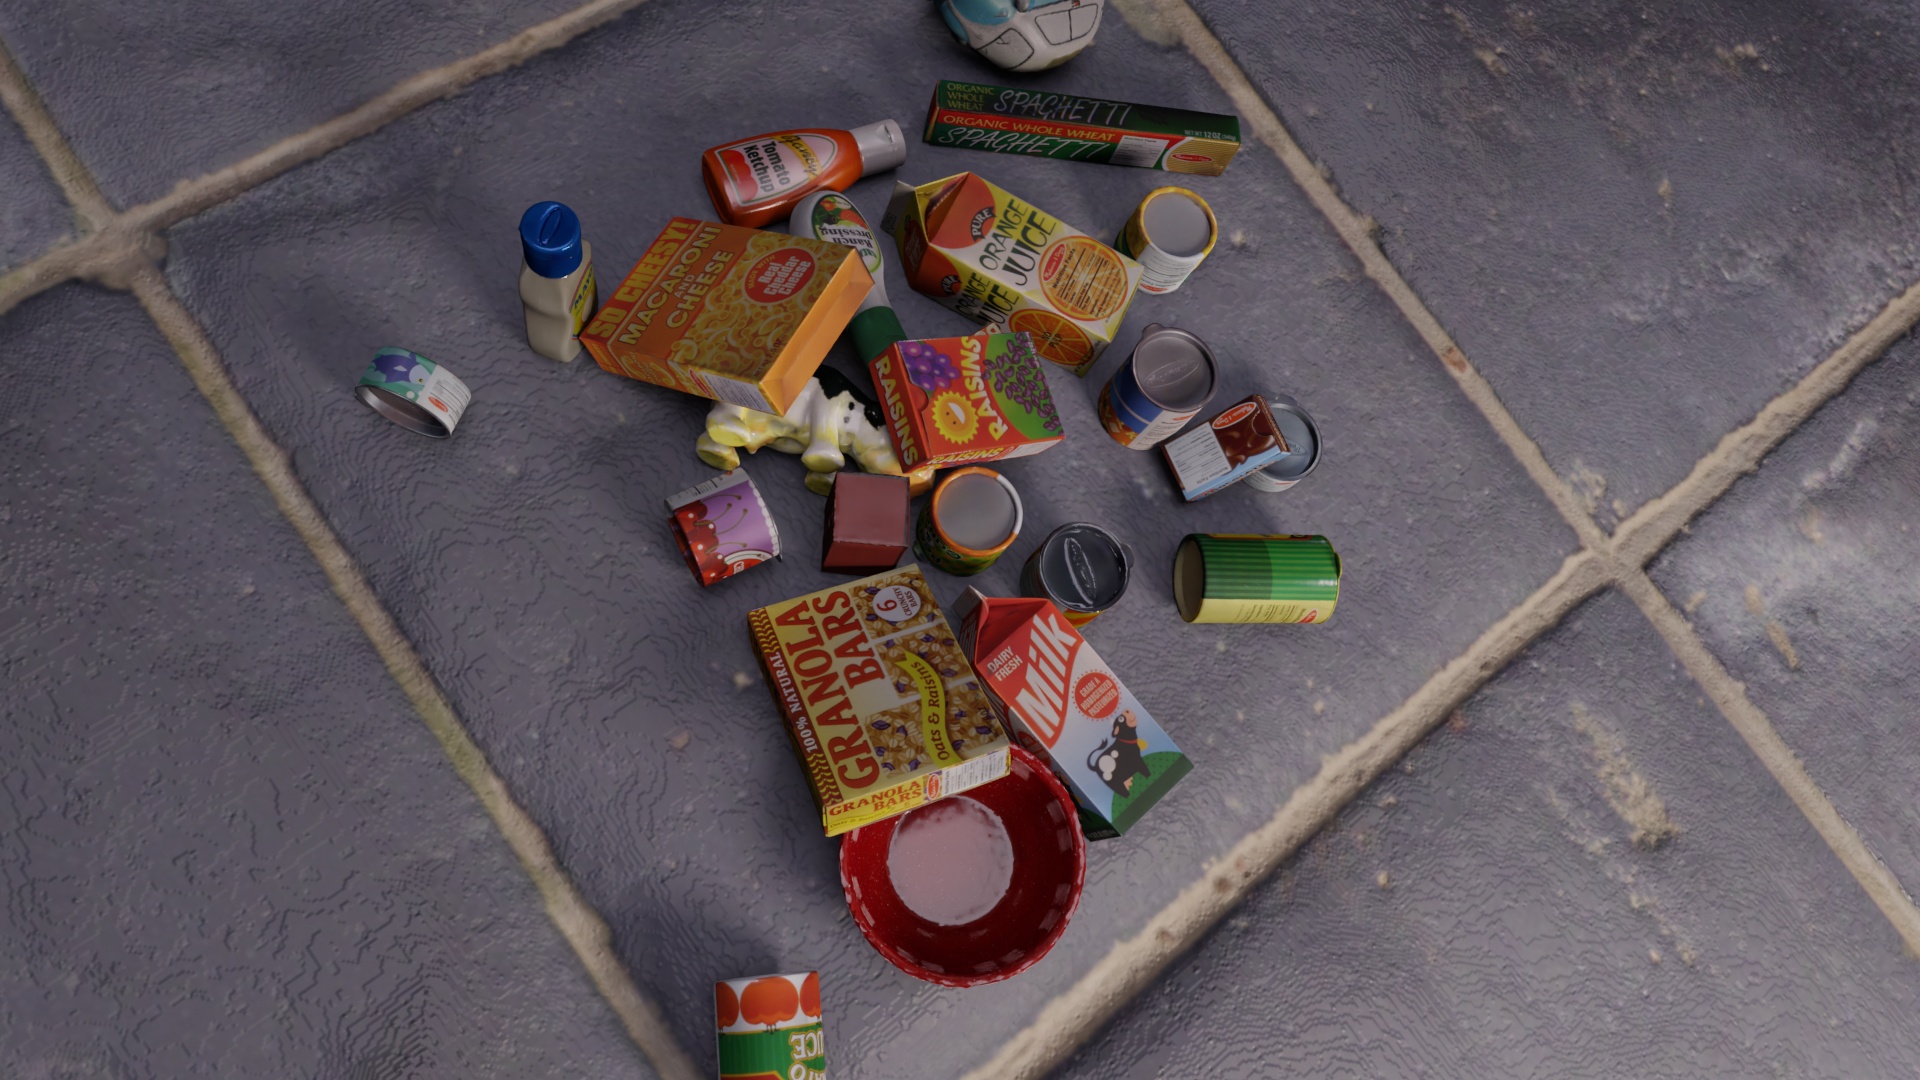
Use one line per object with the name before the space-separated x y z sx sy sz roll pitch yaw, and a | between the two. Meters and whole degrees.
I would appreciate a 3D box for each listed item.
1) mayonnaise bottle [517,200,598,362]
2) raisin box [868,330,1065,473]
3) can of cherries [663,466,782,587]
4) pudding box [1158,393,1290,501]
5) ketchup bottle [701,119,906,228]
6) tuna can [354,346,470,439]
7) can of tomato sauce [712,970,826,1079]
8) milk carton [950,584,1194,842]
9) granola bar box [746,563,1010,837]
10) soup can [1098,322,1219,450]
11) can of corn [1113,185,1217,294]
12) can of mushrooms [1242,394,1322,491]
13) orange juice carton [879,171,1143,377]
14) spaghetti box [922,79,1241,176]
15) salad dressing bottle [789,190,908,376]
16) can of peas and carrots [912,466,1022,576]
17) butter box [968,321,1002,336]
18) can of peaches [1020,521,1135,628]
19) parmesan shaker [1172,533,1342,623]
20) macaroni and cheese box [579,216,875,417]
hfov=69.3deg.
mayonnaise bottle | -0.267 -0.173 0.921 0.041 0.147 0.065 20 71 -7
raisin box | 0.006 -0.097 0.970 0.124 0.040 0.086 -11 79 -37
can of cherries | -0.160 -0.007 0.940 0.058 0.071 0.071 -25 81 -18
pudding box | 0.197 -0.068 1.033 0.083 0.030 0.050 -29 78 24
ketchup bottle | -0.115 -0.280 1.044 0.149 0.043 0.065 -21 78 -18
tuna can | -0.364 -0.098 0.922 0.071 0.071 0.033 23 70 -5
can of tomato sauce | -0.115 0.311 0.855 0.071 0.071 0.083 -3 74 -13
milk carton | 0.062 0.109 0.952 0.074 0.072 0.190 -39 85 -19
granola bar box | -0.056 0.100 0.907 0.124 0.038 0.166 -16 49 -16
soup can | 0.144 -0.113 1.031 0.071 0.083 0.071 4 73 -12
can of corn | 0.160 -0.237 1.084 0.071 0.058 0.071 4 74 -12
can of mushrooms | 0.242 -0.074 1.068 0.071 0.033 0.071 3 73 -11
orange juice carton | 0.031 -0.207 1.040 0.193 0.071 0.073 27 70 -4
spaghetti box | 0.097 -0.326 1.101 0.250 0.050 0.029 3 72 -12
salad dressing bottle | -0.077 -0.185 1.005 0.064 0.043 0.148 -4 58 -39
can of peas and carrots | 0.004 -0.012 0.983 0.071 0.058 0.071 4 73 -12
butter box | -0.002 -0.116 1.030 0.104 0.024 0.053 -32 84 -19
can of peaches | 0.083 0.026 0.990 0.071 0.058 0.071 4 73 -12
parmesan shaker | 0.215 0.026 1.012 0.103 0.071 0.071 1 74 -12
macaroni and cheese box | -0.160 -0.156 0.951 0.166 0.040 0.124 16 63 30
